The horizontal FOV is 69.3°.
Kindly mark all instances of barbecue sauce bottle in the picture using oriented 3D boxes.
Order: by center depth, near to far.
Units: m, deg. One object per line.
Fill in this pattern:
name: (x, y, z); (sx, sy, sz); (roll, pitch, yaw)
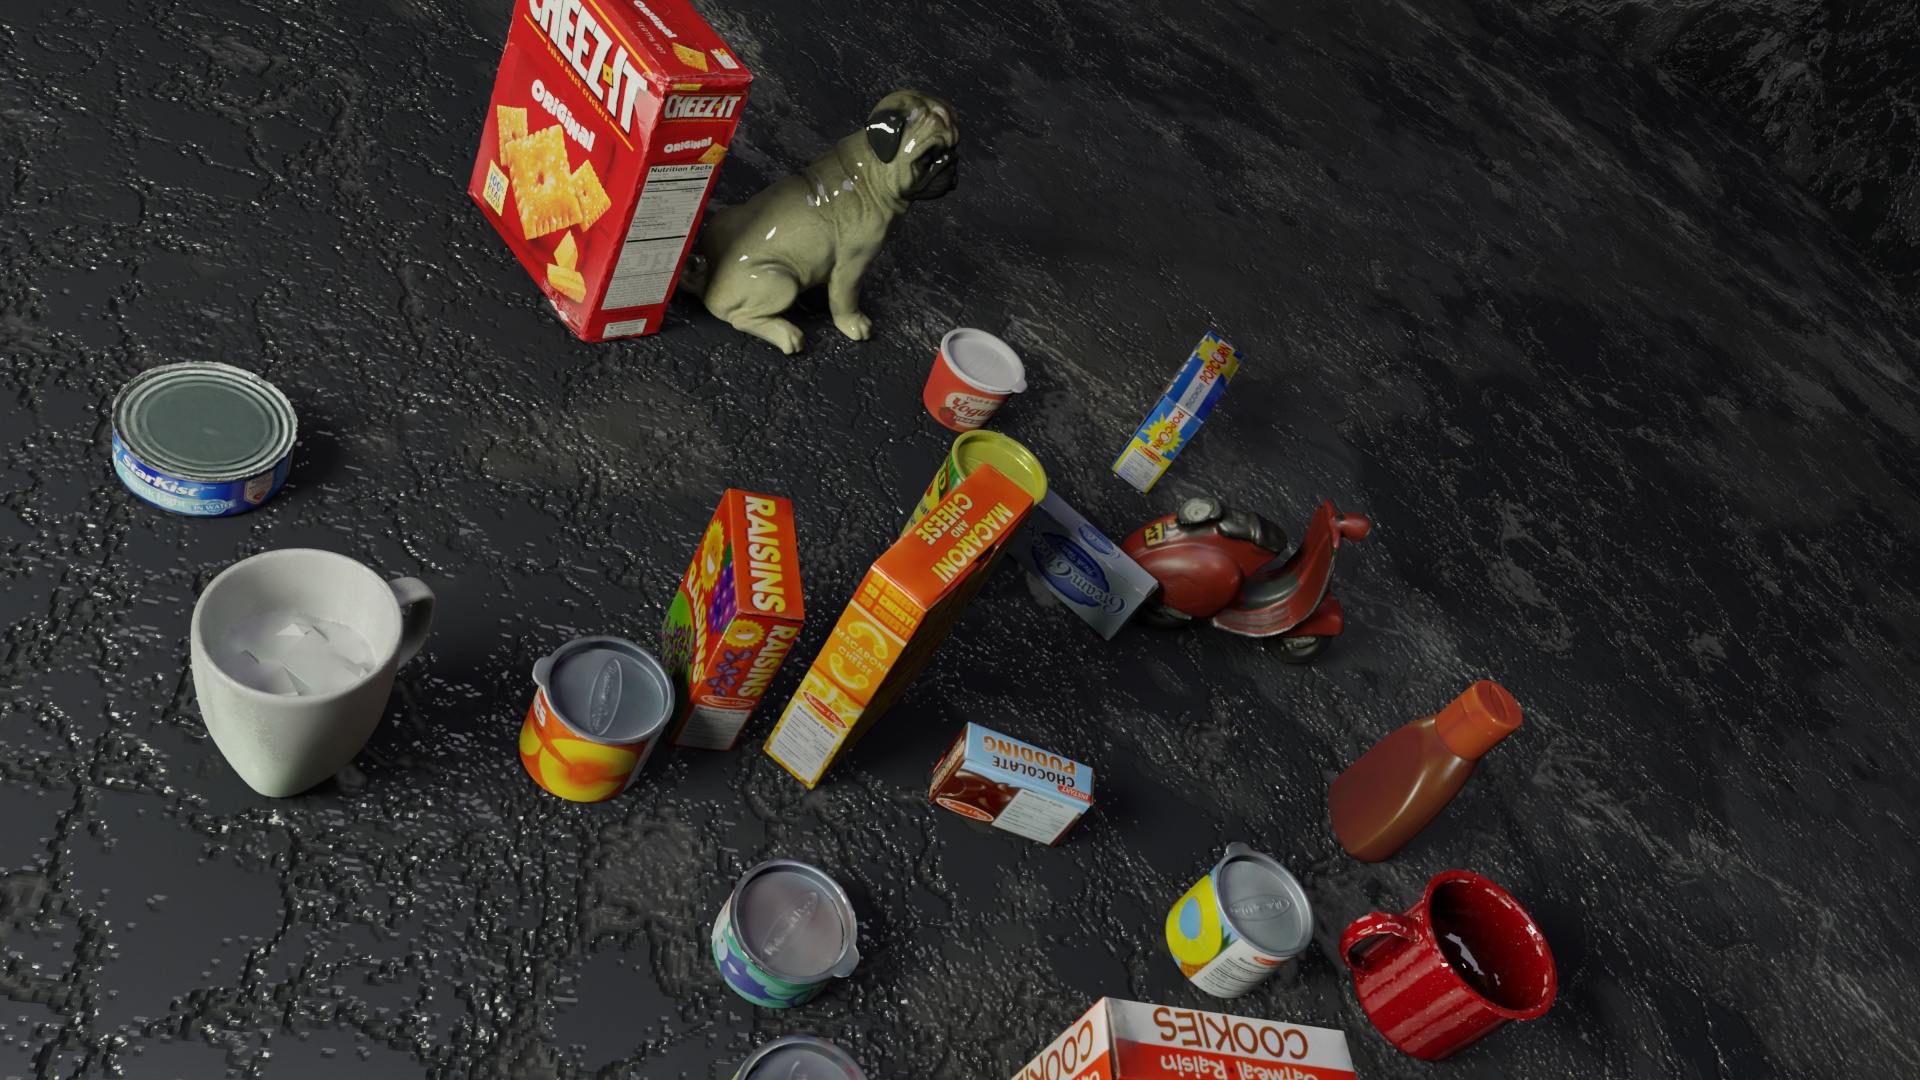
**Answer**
barbecue sauce bottle: (0.297, 0.146, 0.895); (0.044, 0.147, 0.065); (17, 43, -18)

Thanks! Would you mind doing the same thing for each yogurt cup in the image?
yogurt cup: (0.007, -0.118, 1.043); (0.072, 0.053, 0.073); (18, 43, -17)

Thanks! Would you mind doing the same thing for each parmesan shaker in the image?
parmesan shaker: (0.003, -0.011, 0.897); (0.071, 0.102, 0.072); (18, 43, -17)

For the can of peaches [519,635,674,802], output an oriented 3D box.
can of peaches: (-0.189, 0.091, 0.709); (0.071, 0.057, 0.071); (18, 43, -17)

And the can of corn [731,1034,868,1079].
can of corn: (-0.080, 0.261, 0.610); (0.071, 0.058, 0.071); (18, 43, -17)

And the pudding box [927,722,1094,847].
pudding box: (0.030, 0.142, 0.804); (0.084, 0.049, 0.030); (22, 42, -13)

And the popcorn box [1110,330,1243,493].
popcorn box: (0.174, -0.103, 1.111); (0.038, 0.084, 0.127); (36, 40, 3)

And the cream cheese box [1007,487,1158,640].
cream cheese box: (0.081, 0.017, 0.958); (0.104, 0.053, 0.024); (41, 41, 10)

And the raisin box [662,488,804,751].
raisin box: (-0.124, 0.044, 0.746); (0.040, 0.122, 0.086); (11, 45, -24)

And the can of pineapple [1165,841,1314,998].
can of pineapple: (0.161, 0.220, 0.804); (0.071, 0.057, 0.071); (18, 43, -17)

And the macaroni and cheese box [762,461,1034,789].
macaroni and cheese box: (-0.033, 0.048, 0.767); (0.040, 0.165, 0.124); (38, 41, 6)

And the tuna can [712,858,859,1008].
tuna can: (-0.086, 0.197, 0.689); (0.071, 0.032, 0.071); (18, 43, -17)

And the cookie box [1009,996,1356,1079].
cookie box: (0.080, 0.265, 0.625); (0.123, 0.166, 0.040); (14, 44, -21)
